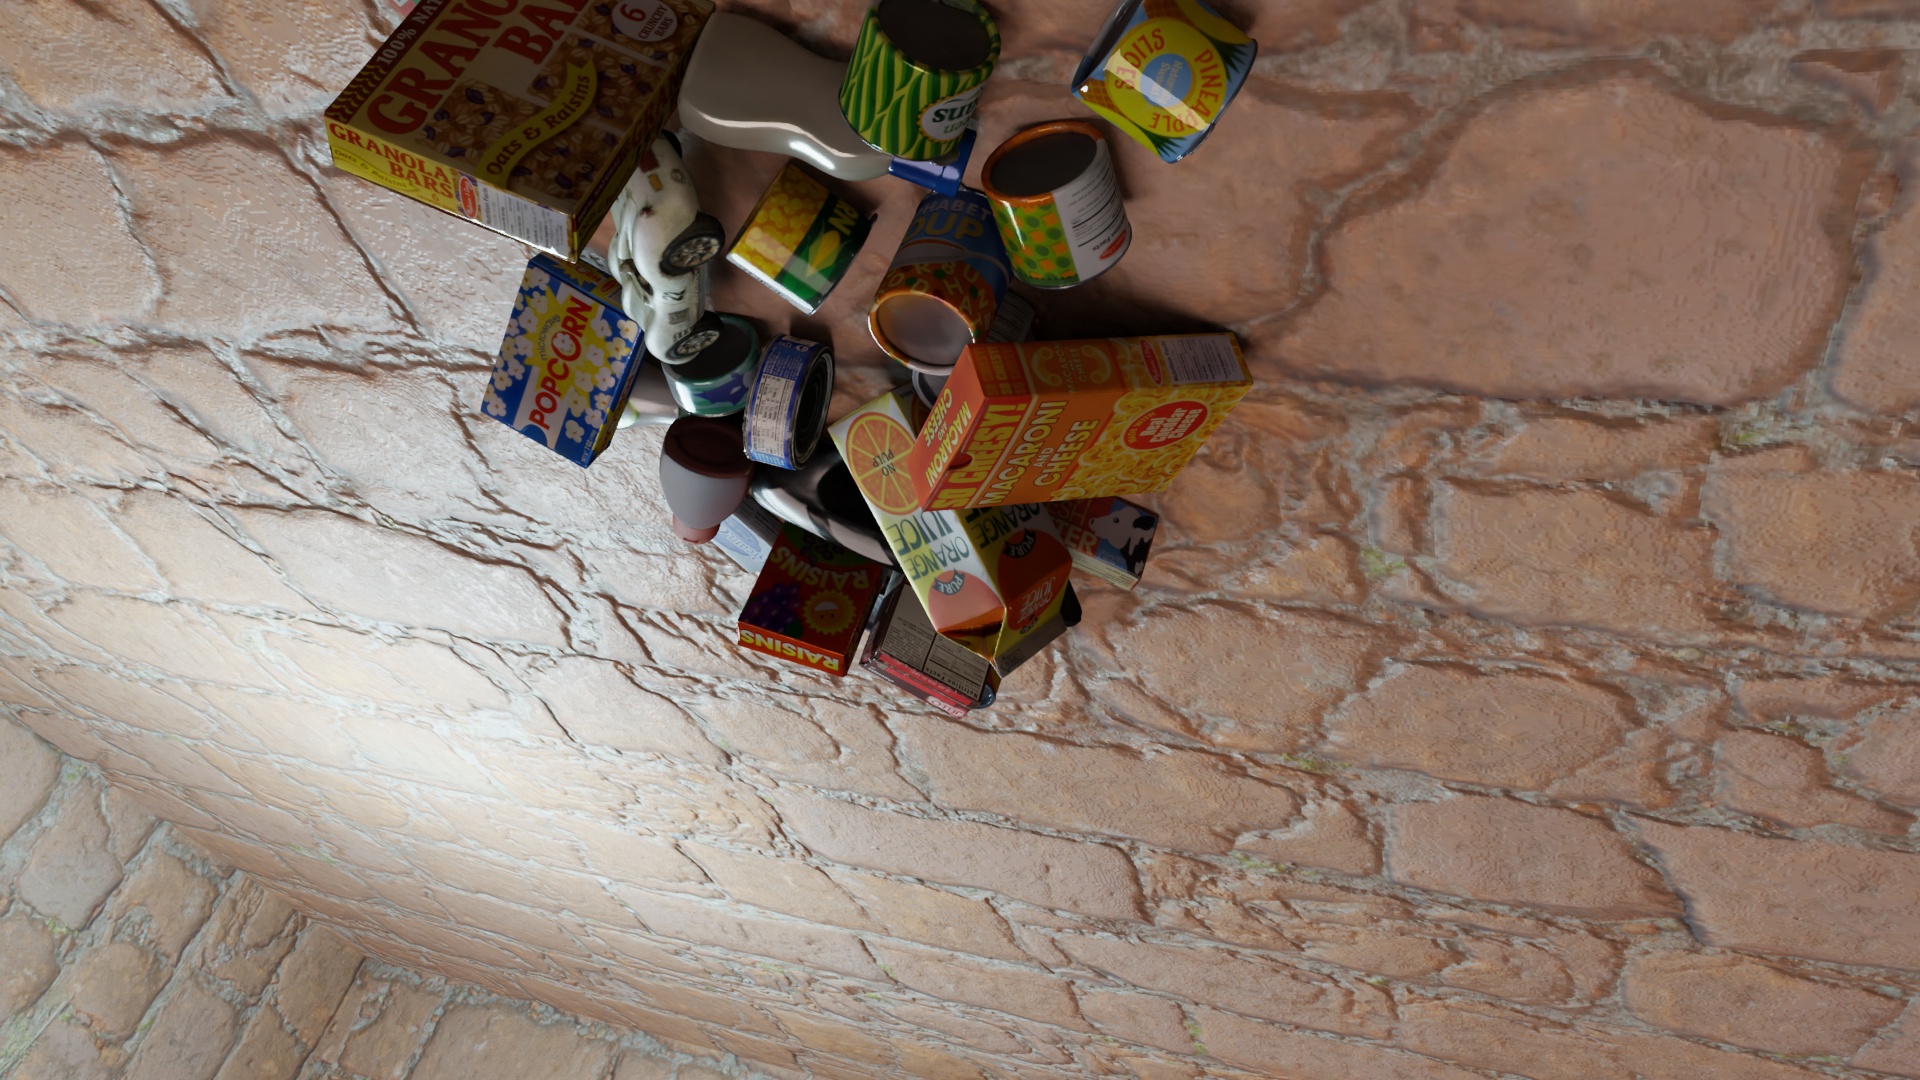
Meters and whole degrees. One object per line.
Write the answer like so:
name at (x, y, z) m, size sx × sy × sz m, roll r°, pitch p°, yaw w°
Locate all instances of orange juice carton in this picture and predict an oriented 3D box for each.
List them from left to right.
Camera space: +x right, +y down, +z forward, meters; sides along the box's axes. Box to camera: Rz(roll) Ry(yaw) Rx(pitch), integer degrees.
orange juice carton at (0.003, -0.011, 0.887) m, size 0.072 × 0.072 × 0.192 m, roll -25°, pitch 94°, yaw 48°

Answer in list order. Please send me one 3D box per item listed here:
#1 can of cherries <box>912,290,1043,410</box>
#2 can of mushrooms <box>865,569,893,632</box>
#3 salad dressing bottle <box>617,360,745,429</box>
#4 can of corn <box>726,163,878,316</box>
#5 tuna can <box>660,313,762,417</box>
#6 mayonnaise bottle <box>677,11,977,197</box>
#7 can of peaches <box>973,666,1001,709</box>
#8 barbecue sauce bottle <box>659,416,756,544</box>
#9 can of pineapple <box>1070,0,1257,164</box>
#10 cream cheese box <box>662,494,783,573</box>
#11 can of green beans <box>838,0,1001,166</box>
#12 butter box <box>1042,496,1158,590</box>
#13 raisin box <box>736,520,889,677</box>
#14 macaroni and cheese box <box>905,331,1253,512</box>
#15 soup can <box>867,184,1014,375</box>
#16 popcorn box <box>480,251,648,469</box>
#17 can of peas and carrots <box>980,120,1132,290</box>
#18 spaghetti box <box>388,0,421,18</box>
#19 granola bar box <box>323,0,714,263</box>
can of cherries at (0.011, -0.109, 0.834) m, size 0.071 × 0.059 × 0.071 m, roll 14°, pitch 146°, yaw 9°
can of mushrooms at (-0.065, 0.047, 1.120) m, size 0.071 × 0.033 × 0.070 m, roll 14°, pitch 147°, yaw 10°
salad dressing bottle at (-0.226, -0.103, 0.984) m, size 0.148 × 0.044 × 0.064 m, roll 11°, pitch 136°, yaw 12°
can of corn at (-0.091, -0.174, 0.792) m, size 0.058 × 0.071 × 0.071 m, roll 33°, pitch 145°, yaw -17°
tuna can at (-0.159, -0.116, 0.911) m, size 0.071 × 0.071 × 0.032 m, roll 10°, pitch 144°, yaw 16°
mayonnaise bottle at (-0.067, -0.219, 0.718) m, size 0.148 × 0.065 × 0.041 m, roll 19°, pitch 168°, yaw -4°
can of peaches at (0.005, 0.097, 1.132) m, size 0.071 × 0.058 × 0.071 m, roll 14°, pitch 147°, yaw 10°
barbecue sauce bottle at (-0.184, -0.038, 0.995) m, size 0.065 × 0.044 × 0.148 m, roll 15°, pitch 156°, yaw -9°
can of pineapple at (0.091, -0.214, 0.628) m, size 0.058 × 0.071 × 0.070 m, roll 31°, pitch 145°, yaw -14°
cream cheese box at (-0.181, -0.015, 1.103) m, size 0.053 × 0.024 × 0.103 m, roll -13°, pitch 134°, yaw 41°
can of green beans at (-0.020, -0.228, 0.672) m, size 0.071 × 0.071 × 0.057 m, roll 25°, pitch 146°, yaw -6°
butter box at (0.079, -0.011, 0.941) m, size 0.103 × 0.053 × 0.024 m, roll 23°, pitch 149°, yaw -2°
raisin box at (-0.105, 0.032, 1.039) m, size 0.086 × 0.124 × 0.039 m, roll 17°, pitch 146°, yaw 5°
macaroni and cheese box at (0.066, -0.067, 0.802) m, size 0.167 × 0.040 × 0.123 m, roll -6°, pitch 154°, yaw -23°
soup can at (-0.009, -0.145, 0.769) m, size 0.071 × 0.084 × 0.071 m, roll 15°, pitch 146°, yaw 10°
popcorn box at (-0.262, -0.123, 0.933) m, size 0.085 × 0.038 × 0.126 m, roll 29°, pitch 122°, yaw -2°
can of peas and carrots at (0.048, -0.173, 0.715) m, size 0.071 × 0.071 × 0.058 m, roll 3°, pitch 142°, yaw 25°
spaghetti box at (-0.269, -0.286, 0.761) m, size 0.050 × 0.029 × 0.249 m, roll -13°, pitch 134°, yaw 40°
granola bar box at (-0.212, -0.227, 0.689) m, size 0.124 × 0.166 × 0.039 m, roll 22°, pitch 148°, yaw -2°
